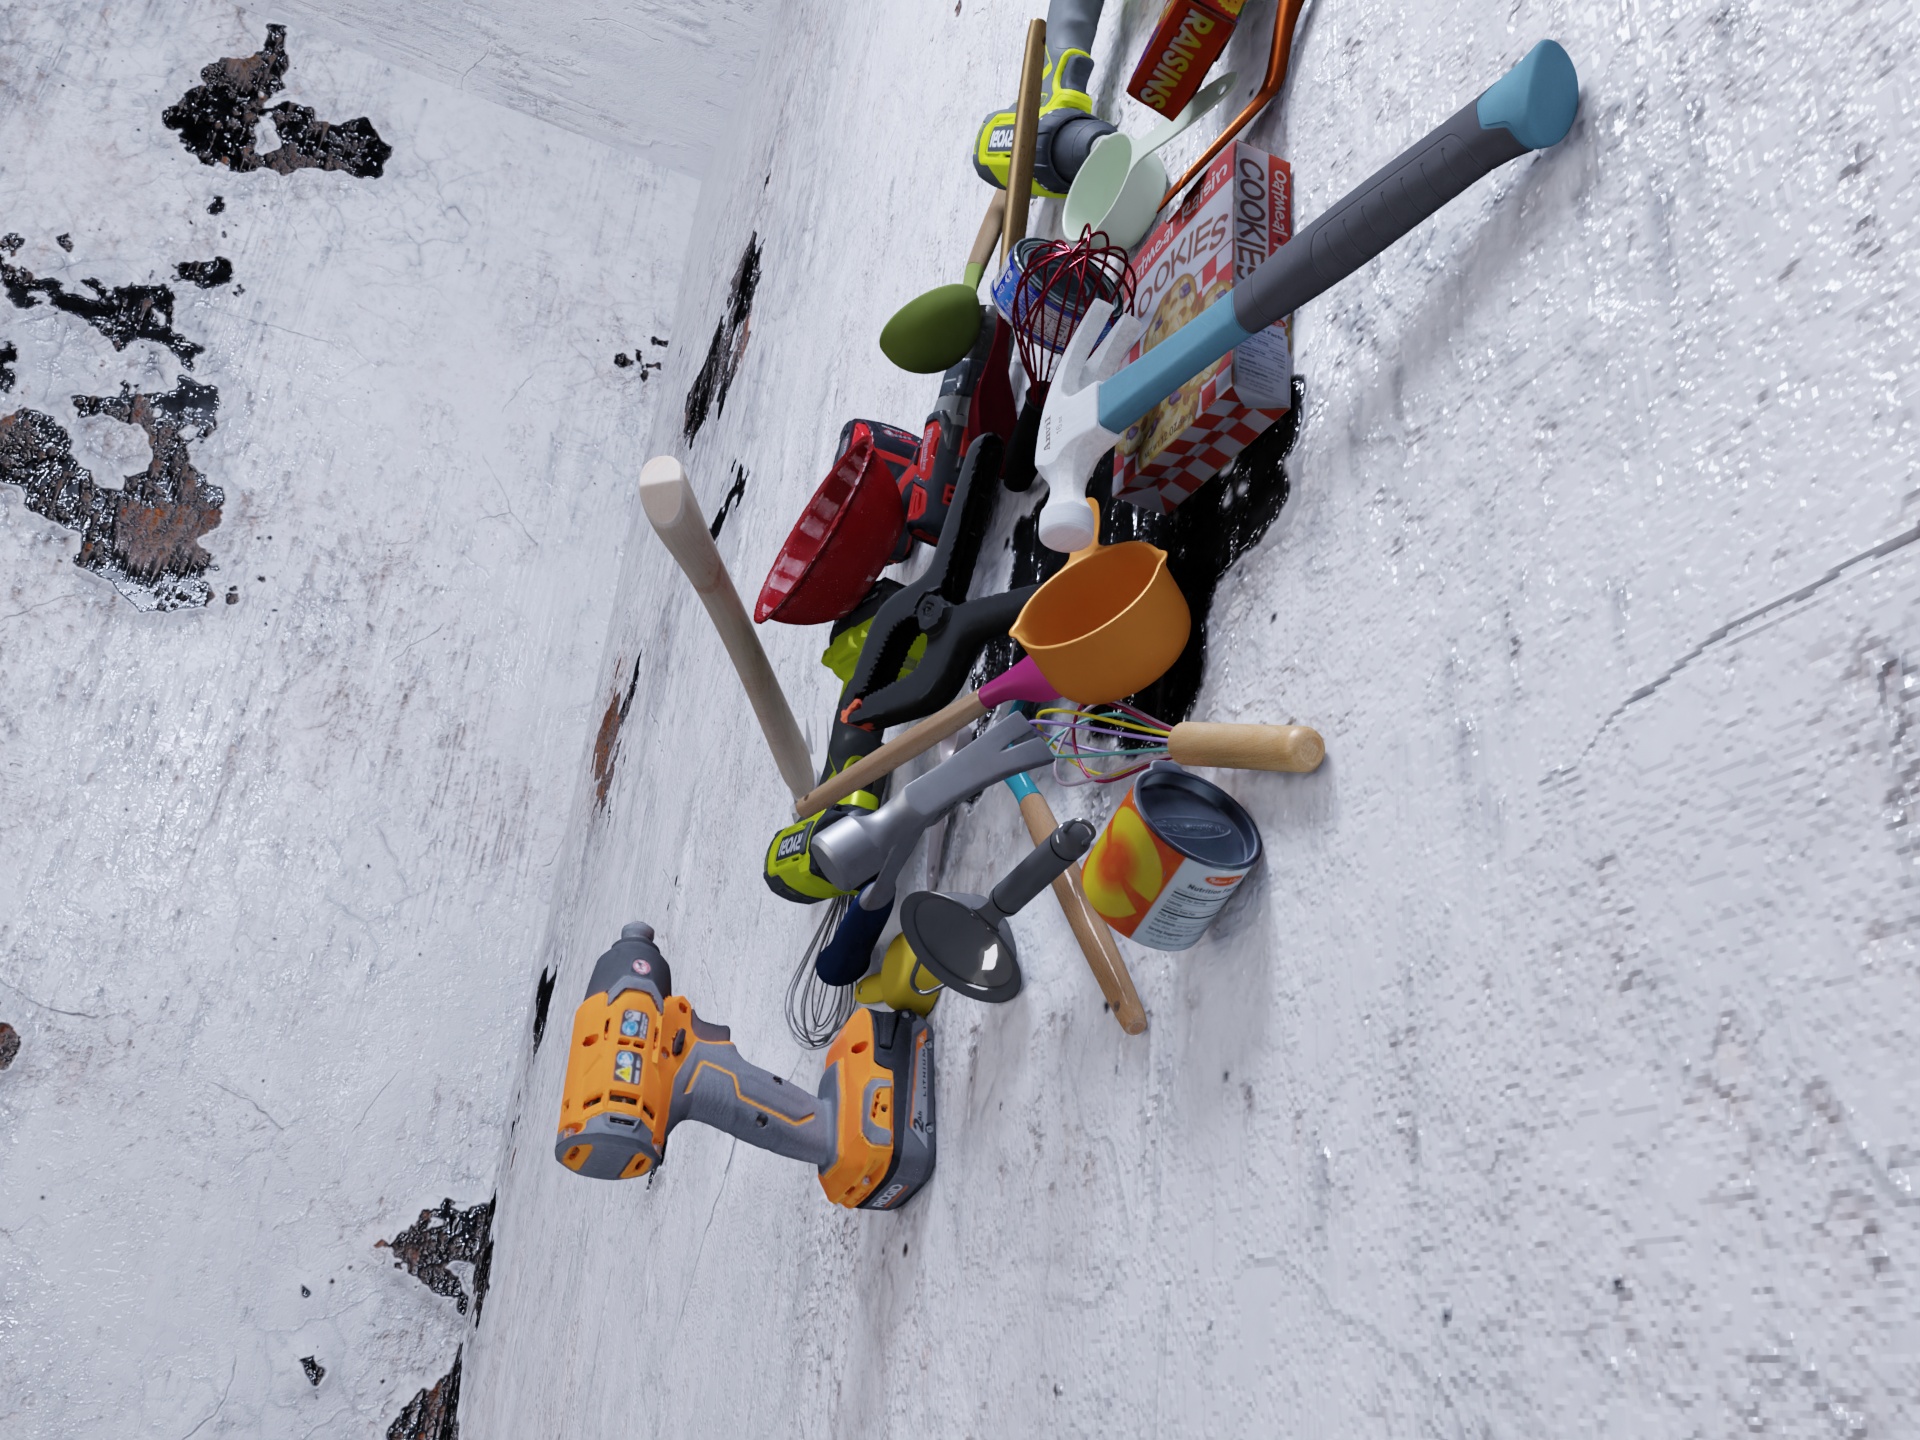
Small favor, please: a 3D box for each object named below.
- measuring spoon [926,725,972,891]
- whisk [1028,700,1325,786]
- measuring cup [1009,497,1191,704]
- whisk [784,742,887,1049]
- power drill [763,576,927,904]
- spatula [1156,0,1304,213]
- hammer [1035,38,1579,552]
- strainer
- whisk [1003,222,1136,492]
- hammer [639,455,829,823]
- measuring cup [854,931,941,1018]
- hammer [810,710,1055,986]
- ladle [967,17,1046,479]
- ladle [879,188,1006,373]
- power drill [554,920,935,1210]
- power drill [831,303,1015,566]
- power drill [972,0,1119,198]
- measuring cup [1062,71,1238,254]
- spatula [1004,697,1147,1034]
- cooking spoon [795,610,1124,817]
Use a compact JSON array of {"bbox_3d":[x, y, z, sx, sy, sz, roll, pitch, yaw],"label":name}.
[{"bbox_3d":[-0.007,0.059,1.106,0.034,0.018,0.124,-173,91,-70],"label":"measuring spoon"},{"bbox_3d":[0.105,0.013,0.807,0.245,0.051,0.047,2,108,65],"label":"whisk"},{"bbox_3d":[0.081,-0.071,0.886,0.095,0.052,0.174,-27,26,18],"label":"measuring cup"},{"bbox_3d":[-0.088,0.131,1.225,0.059,0.057,0.246,-1,68,34],"label":"whisk"},{"bbox_3d":[-0.067,0.018,1.155,0.171,0.080,0.223,-25,46,62],"label":"power drill"},{"bbox_3d":[0.190,-0.440,0.900,0.081,0.041,0.322,-95,25,-81],"label":"spatula"},{"bbox_3d":[0.147,-0.203,0.763,0.331,0.033,0.128,-30,49,47],"label":"hammer"},{"bbox_3d":[0.025,0.102,0.885,0.050,0.087,0.258,-47,-3,-30],"label":"strainer"},{"bbox_3d":[0.056,-0.214,0.999,0.295,0.073,0.073,110,169,-72],"label":"whisk"},{"bbox_3d":[-0.164,-0.055,1.233,0.410,0.038,0.146,73,-170,-52],"label":"hammer"},{"bbox_3d":[-0.054,0.180,1.109,0.156,0.029,0.062,-30,48,61],"label":"measuring cup"},{"bbox_3d":[-0.045,0.105,1.000,0.035,0.144,0.405,53,159,11],"label":"hammer"},{"bbox_3d":[0.037,-0.330,1.124,0.069,0.031,0.315,-14,-67,-65],"label":"ladle"},{"bbox_3d":[0.007,-0.365,1.219,0.078,0.062,0.320,-40,23,41],"label":"ladle"},{"bbox_3d":[-0.133,0.216,1.004,0.084,0.226,0.164,126,152,-44],"label":"power drill"},{"bbox_3d":[-0.028,-0.219,1.271,0.227,0.080,0.188,-5,71,66],"label":"power drill"},{"bbox_3d":[0.092,-0.492,1.151,0.191,0.080,0.228,43,118,63],"label":"power drill"},{"bbox_3d":[0.129,-0.357,1.017,0.167,0.038,0.083,-24,52,52],"label":"measuring cup"},{"bbox_3d":[0.058,0.064,0.911,0.082,0.044,0.318,-62,28,26],"label":"spatula"},{"bbox_3d":[-0.002,-0.003,0.994,0.319,0.017,0.069,-31,33,38],"label":"cooking spoon"}]
